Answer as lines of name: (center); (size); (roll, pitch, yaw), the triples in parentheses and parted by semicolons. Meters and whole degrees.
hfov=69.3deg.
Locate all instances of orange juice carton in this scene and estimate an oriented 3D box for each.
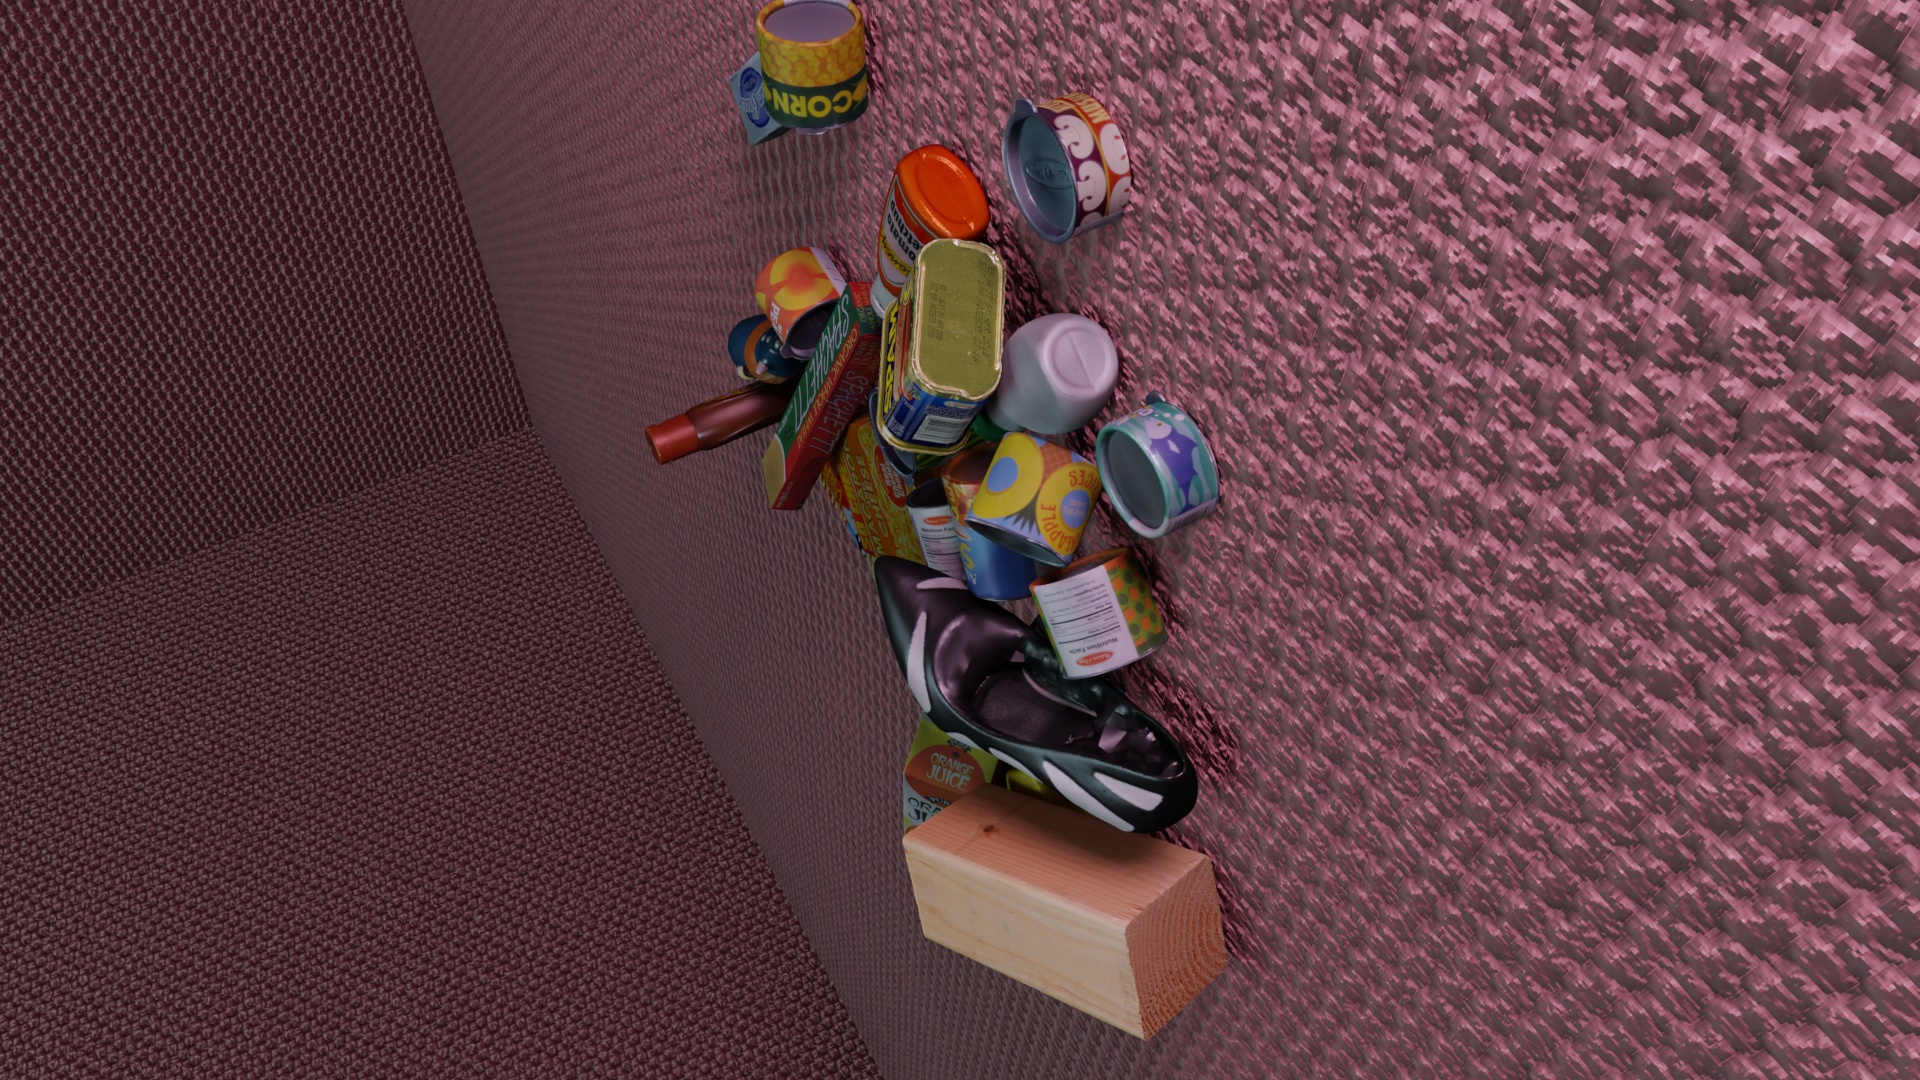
orange juice carton: (-0.001, 0.201, 1.157); (0.072, 0.073, 0.191); (19, 144, 12)

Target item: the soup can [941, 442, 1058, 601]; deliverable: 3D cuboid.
soup can: (0.026, -0.013, 0.880); (0.071, 0.071, 0.083); (32, 141, 57)

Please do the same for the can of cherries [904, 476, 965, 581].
can of cherries: (0.003, -0.012, 0.953); (0.071, 0.072, 0.058); (23, 135, 62)

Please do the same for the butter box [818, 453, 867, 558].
butter box: (-0.097, -0.040, 1.237); (0.104, 0.024, 0.053); (59, 160, 18)

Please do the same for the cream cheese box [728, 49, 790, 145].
cream cheese box: (-0.139, -0.325, 1.012); (0.104, 0.024, 0.053); (12, 124, 66)

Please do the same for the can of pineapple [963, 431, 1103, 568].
can of pineapple: (0.045, -0.023, 0.799); (0.071, 0.058, 0.071); (24, 173, 3)

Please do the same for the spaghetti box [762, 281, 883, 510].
spaghetti box: (-0.107, -0.106, 1.079); (0.248, 0.029, 0.050); (127, 135, -53)

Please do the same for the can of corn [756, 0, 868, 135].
can of corn: (-0.091, -0.294, 0.857); (0.071, 0.071, 0.058); (51, 155, 35)

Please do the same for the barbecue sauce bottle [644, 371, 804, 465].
barbecue sauce bottle: (-0.209, -0.112, 1.256); (0.043, 0.149, 0.065); (68, 160, -7)

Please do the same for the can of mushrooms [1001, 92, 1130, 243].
can of mushrooms: (0.051, -0.183, 0.673); (0.071, 0.033, 0.070); (53, 157, 34)

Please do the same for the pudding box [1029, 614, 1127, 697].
pudding box: (0.076, 0.089, 0.929); (0.084, 0.030, 0.049); (60, 159, 15)

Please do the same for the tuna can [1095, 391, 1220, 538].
tuna can: (0.100, -0.038, 0.715); (0.071, 0.033, 0.070); (52, 156, 34)

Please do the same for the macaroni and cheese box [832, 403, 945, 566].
macaroni and cheese box: (-0.046, -0.039, 1.080); (0.166, 0.040, 0.123); (20, 130, 63)

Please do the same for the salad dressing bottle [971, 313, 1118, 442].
salad dressing bottle: (0.042, -0.087, 0.795); (0.064, 0.044, 0.147); (65, 162, -1)

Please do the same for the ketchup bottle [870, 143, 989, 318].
ketchup bottle: (-0.025, -0.180, 0.857); (0.065, 0.044, 0.148); (57, 160, 6)

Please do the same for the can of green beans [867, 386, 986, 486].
can of green beans: (-0.022, -0.082, 0.942); (0.071, 0.058, 0.071); (51, 156, 35)

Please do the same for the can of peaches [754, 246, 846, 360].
can of peaches: (-0.118, -0.180, 1.058); (0.058, 0.071, 0.071); (58, 159, 23)

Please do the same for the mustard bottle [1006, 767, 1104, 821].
mustard bottle: (0.090, 0.236, 1.035); (0.160, 0.049, 0.065); (64, 153, 3)

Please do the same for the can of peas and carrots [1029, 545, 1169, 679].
can of peas and carrots: (0.081, 0.041, 0.810); (0.058, 0.071, 0.071); (68, 160, -6)

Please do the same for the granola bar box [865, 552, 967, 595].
granola bar box: (-0.015, 0.072, 1.131); (0.165, 0.039, 0.124); (22, 133, 63)
